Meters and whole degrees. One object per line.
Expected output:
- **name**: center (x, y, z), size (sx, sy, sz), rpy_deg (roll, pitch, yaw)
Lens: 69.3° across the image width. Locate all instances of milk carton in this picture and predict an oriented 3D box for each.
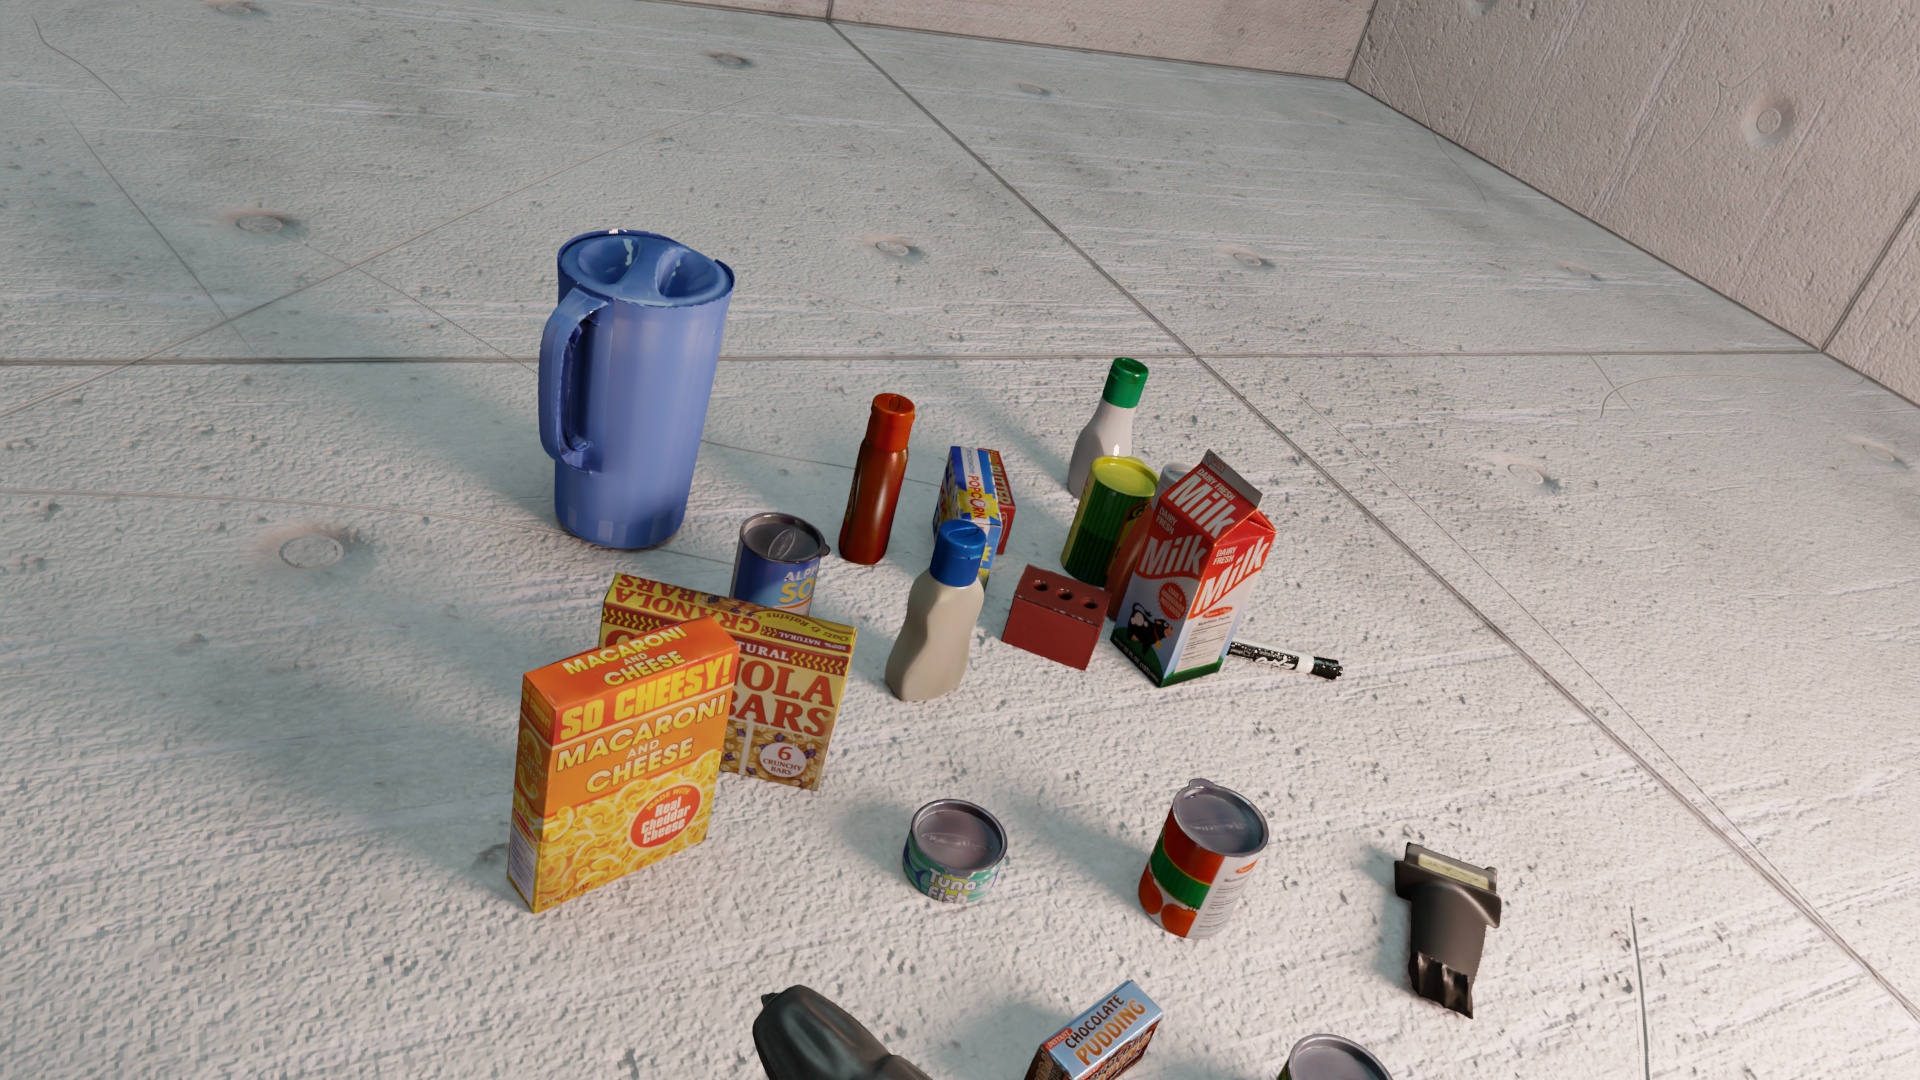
- **milk carton**: center (0.196, 0.022, 1.147), size (0.074, 0.189, 0.072), rpy_deg (-10, 40, -34)

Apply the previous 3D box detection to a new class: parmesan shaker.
- **parmesan shaker**: center (0.137, -0.018, 1.265), size (0.071, 0.102, 0.072), rpy_deg (11, 33, -7)

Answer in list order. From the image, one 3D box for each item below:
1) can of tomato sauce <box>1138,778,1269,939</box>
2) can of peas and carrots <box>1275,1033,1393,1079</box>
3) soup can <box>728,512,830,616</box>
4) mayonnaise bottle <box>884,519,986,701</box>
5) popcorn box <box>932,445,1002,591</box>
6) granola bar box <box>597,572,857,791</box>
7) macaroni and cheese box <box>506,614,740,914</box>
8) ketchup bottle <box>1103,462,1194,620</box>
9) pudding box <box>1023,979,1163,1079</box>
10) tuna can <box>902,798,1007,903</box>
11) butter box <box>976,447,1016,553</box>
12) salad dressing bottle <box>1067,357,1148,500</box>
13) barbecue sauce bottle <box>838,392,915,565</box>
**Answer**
- **can of tomato sauce**: center (0.162, 0.216, 0.939), size (0.071, 0.082, 0.071), rpy_deg (11, 33, -7)
- **can of peas and carrots**: center (0.213, 0.333, 0.804), size (0.071, 0.058, 0.071), rpy_deg (11, 33, -7)
- **soup can**: center (-0.144, 0.031, 1.091), size (0.071, 0.083, 0.072), rpy_deg (11, 33, -7)
- **mayonnaise bottle**: center (-0.014, 0.053, 1.052), size (0.065, 0.147, 0.041), rpy_deg (-12, 41, -36)
- **popcorn box**: center (0.004, -0.015, 1.222), size (0.038, 0.084, 0.127), rpy_deg (8, 33, -11)
- **granola bar box**: center (-0.163, 0.098, 0.944), size (0.166, 0.123, 0.039), rpy_deg (13, 32, -4)
- **macaroni and cheese box**: center (-0.204, 0.133, 0.835), size (0.124, 0.165, 0.040), rpy_deg (-18, 45, -41)
- **ketchup bottle**: center (0.172, 0.004, 1.203), size (0.065, 0.148, 0.044), rpy_deg (2, 35, -20)
- **pudding box**: center (0.077, 0.298, 0.810), size (0.084, 0.049, 0.030), rpy_deg (-19, 46, -41)
- **tuna can**: center (-0.004, 0.209, 0.927), size (0.071, 0.032, 0.071), rpy_deg (11, 33, -7)
- **butter box**: center (0.027, -0.038, 1.296), size (0.024, 0.052, 0.104), rpy_deg (7, 33, -14)
- **salad dressing bottle**: center (0.146, -0.107, 1.362), size (0.044, 0.146, 0.064), rpy_deg (-8, 39, -32)
- **barbecue sauce bottle**: center (-0.071, -0.054, 1.191), size (0.044, 0.147, 0.065), rpy_deg (13, 32, -3)
